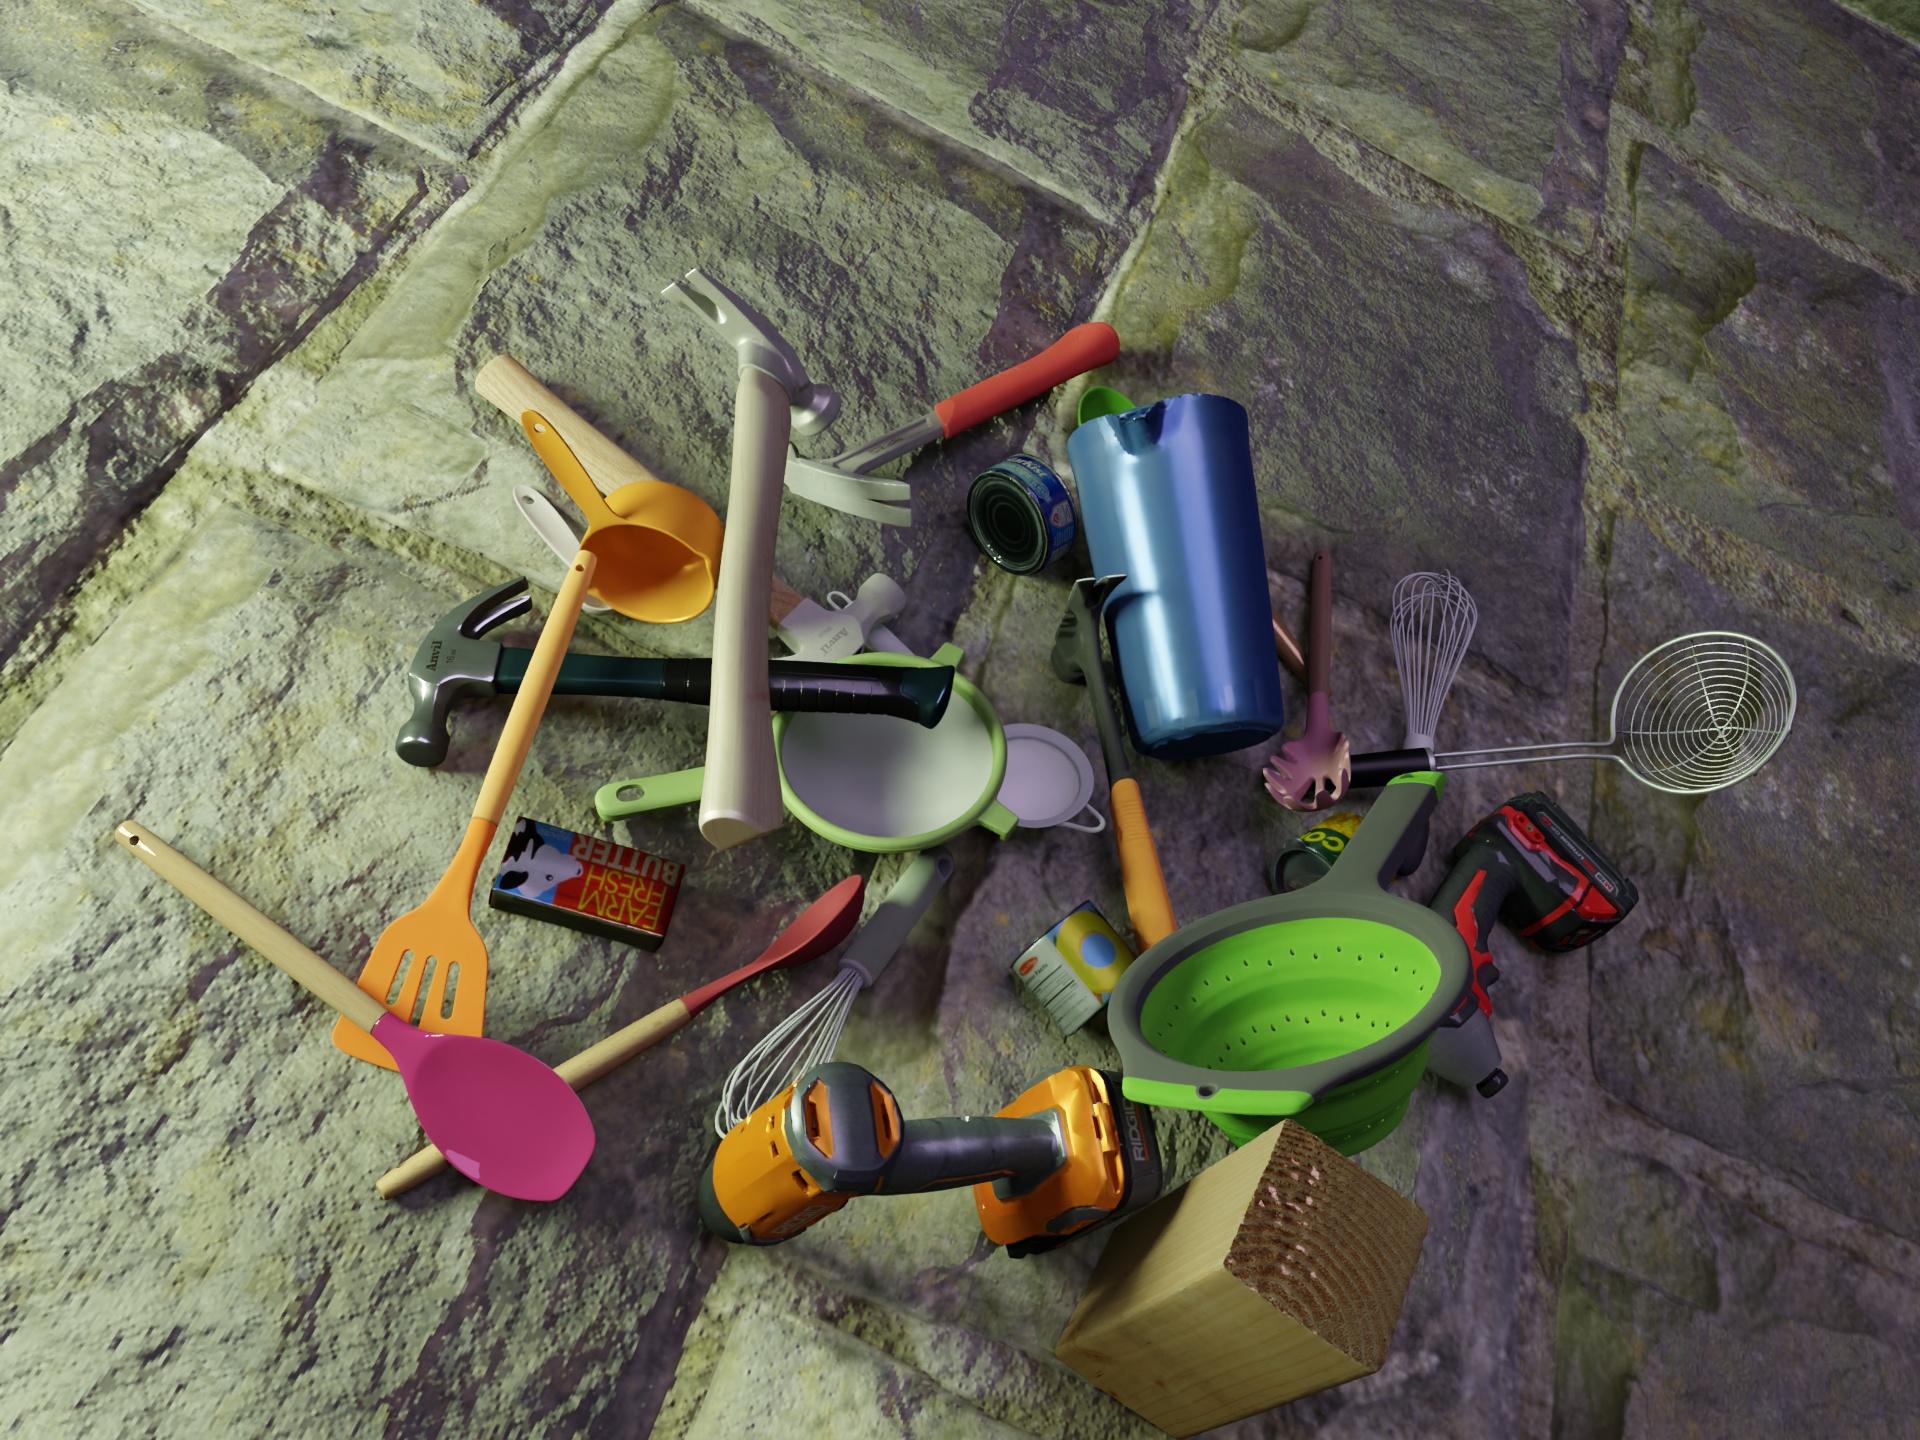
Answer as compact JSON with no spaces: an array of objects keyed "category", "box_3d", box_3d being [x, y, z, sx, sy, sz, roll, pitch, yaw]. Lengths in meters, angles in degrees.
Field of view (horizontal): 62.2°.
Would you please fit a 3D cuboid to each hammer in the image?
[{"category":"hammer","box_3d":[-0.203,-0.140,1.086,0.331,0.031,0.130,39,63,9]},{"category":"hammer","box_3d":[-0.169,-0.023,0.983,0.331,0.033,0.128,3,56,-4]},{"category":"hammer","box_3d":[0.115,0.071,1.047,0.034,0.127,0.337,-7,67,-10]},{"category":"hammer","box_3d":[-0.135,-0.105,0.964,0.146,0.038,0.411,39,36,-39]},{"category":"hammer","box_3d":[0.016,-0.239,1.221,0.149,0.036,0.359,22,39,34]}]

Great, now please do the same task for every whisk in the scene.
[{"category":"whisk","box_3d":[-0.068,0.157,0.950,0.246,0.059,0.057,-52,125,-42]},{"category":"whisk","box_3d":[0.357,-0.004,1.227,0.070,0.070,0.285,22,58,-8]}]

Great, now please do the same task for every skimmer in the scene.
[{"category":"skimmer","box_3d":[0.401,0.008,1.139,0.363,0.090,0.127,-6,55,-1]}]

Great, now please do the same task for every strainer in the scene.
[{"category":"strainer","box_3d":[-0.098,0.043,1.006,0.256,0.069,0.152,-10,56,-11]},{"category":"strainer","box_3d":[-0.002,-0.003,1.085,0.087,0.050,0.258,-36,71,-31]}]

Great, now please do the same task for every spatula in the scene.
[{"category":"spatula","box_3d":[-0.263,0.041,0.909,0.081,0.041,0.323,14,62,-2]}]

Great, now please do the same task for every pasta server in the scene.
[{"category":"pasta server","box_3d":[0.267,-0.039,1.192,0.040,0.060,0.316,61,29,-33]}]

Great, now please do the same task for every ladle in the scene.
[{"category":"ladle","box_3d":[-0.177,0.174,0.890,0.315,0.069,0.031,-29,93,-29]}]

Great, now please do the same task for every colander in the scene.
[{"category":"colander","box_3d":[0.235,0.151,0.969,0.397,0.204,0.094,-39,118,-49]}]

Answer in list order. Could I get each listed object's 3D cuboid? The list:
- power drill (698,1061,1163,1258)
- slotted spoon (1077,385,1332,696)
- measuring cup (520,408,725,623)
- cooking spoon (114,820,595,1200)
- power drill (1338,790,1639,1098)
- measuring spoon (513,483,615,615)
[{"category":"power drill","box_3d":[-0.024,0.241,0.855,0.226,0.164,0.084,10,54,-32]},{"category":"slotted spoon","box_3d":[0.193,-0.140,1.265,0.070,0.031,0.314,-27,74,-33]},{"category":"measuring cup","box_3d":[-0.209,-0.136,0.977,0.173,0.095,0.052,58,32,-39]},{"category":"cooking spoon","box_3d":[-0.325,0.145,0.840,0.319,0.017,0.069,34,86,9]},{"category":"power drill","box_3d":[0.369,0.157,1.114,0.219,0.078,0.143,-32,75,-32]},{"category":"measuring spoon","box_3d":[-0.265,-0.113,1.065,0.034,0.018,0.124,-25,64,-33]}]
